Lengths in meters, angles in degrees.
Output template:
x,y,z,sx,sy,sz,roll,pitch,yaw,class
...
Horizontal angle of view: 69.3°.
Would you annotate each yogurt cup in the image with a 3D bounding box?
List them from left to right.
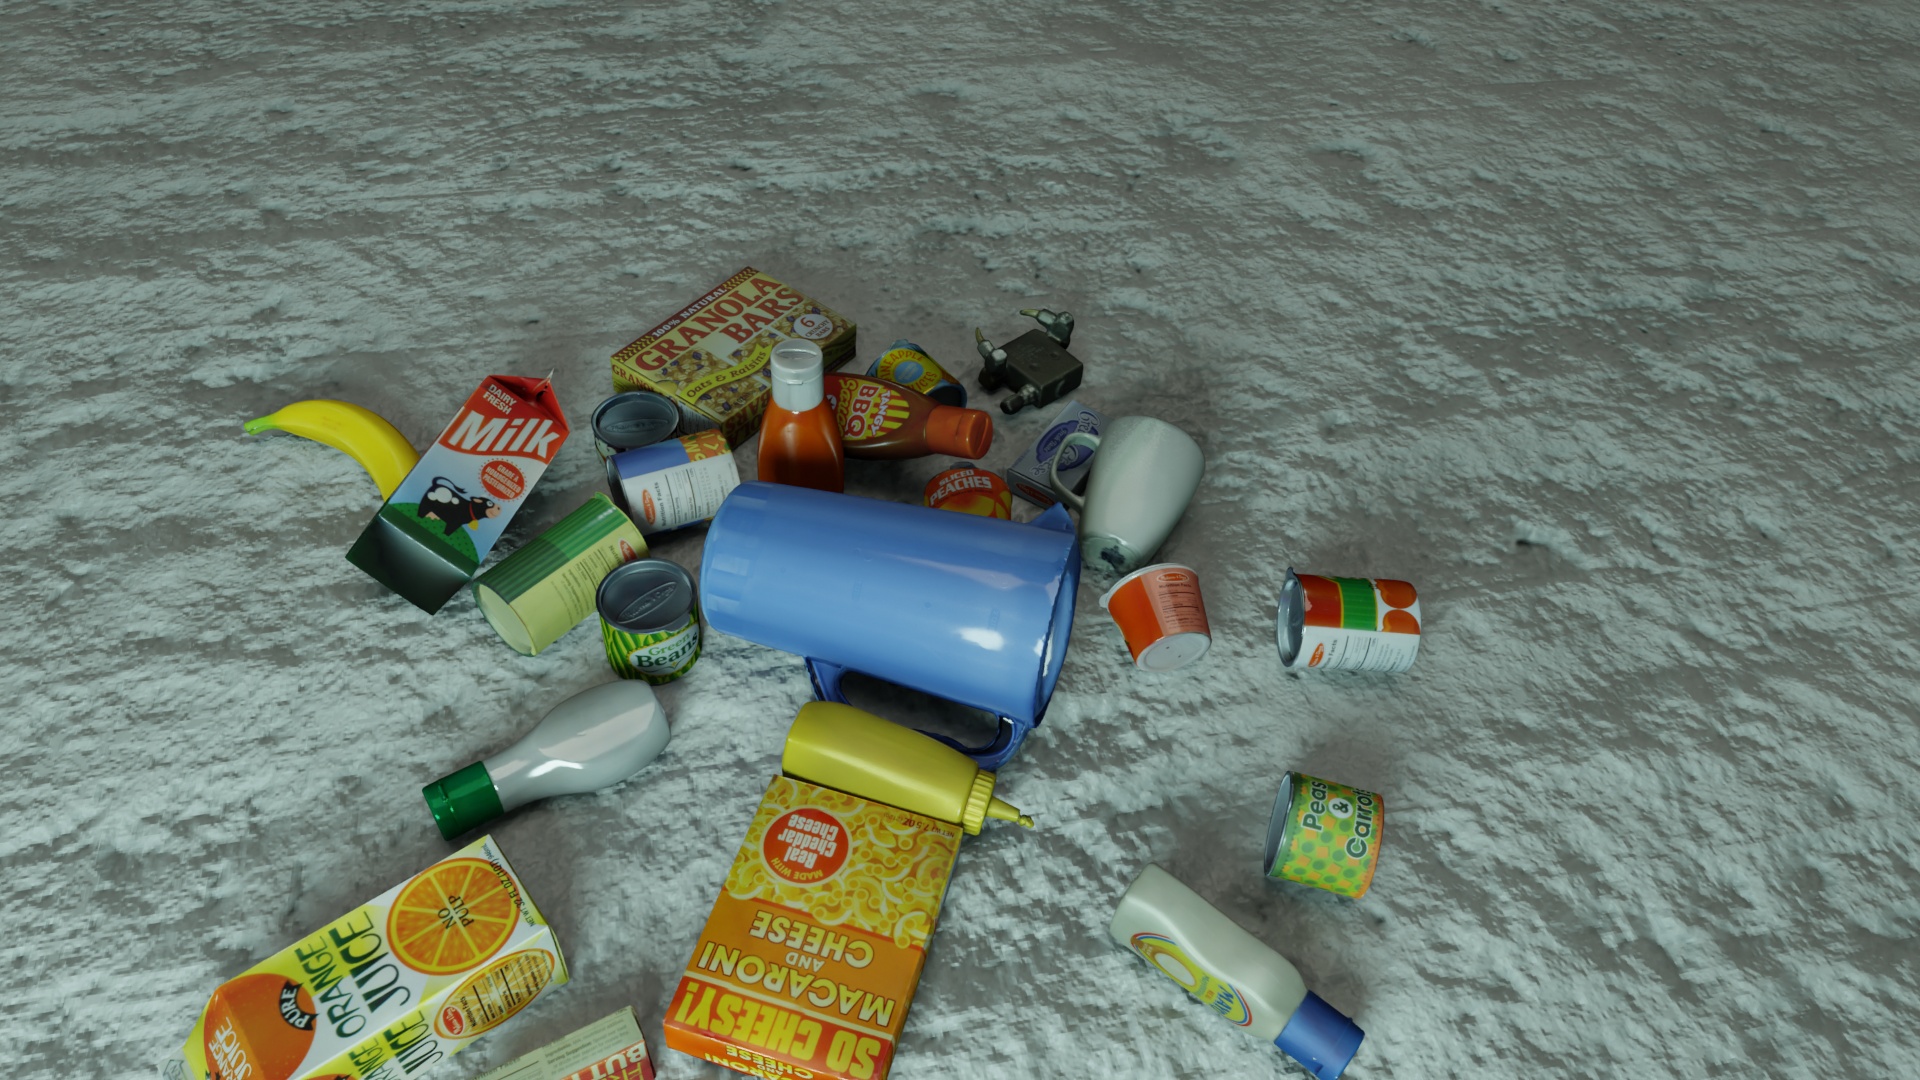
x,y,z,sx,sy,sz,roll,pitch,yaw,class
0.140,0.056,0.966,0.072,0.072,0.054,-8,57,-12,yogurt cup

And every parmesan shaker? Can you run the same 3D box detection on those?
x,y,z,sx,sy,sz,roll,pitch,yaw,class
-0.275,0.022,0.954,0.071,0.071,0.103,33,53,23,parmesan shaker

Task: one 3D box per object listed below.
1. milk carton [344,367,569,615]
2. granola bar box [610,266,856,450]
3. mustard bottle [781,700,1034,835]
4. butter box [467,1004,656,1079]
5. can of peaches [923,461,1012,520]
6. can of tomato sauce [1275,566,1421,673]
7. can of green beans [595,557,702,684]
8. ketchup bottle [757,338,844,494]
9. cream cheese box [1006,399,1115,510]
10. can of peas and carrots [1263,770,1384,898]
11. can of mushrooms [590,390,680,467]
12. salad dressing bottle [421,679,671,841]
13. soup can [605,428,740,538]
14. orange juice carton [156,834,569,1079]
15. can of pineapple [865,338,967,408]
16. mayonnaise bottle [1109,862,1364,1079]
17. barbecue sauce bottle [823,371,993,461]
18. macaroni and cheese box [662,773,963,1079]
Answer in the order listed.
x,y,z,sx,sy,sz,roll,pitch,yaw,class
-0.347,-0.048,0.995,0.073,0.072,0.191,38,44,-19,milk carton
-0.185,-0.153,1.147,0.124,0.038,0.166,30,51,22,granola bar box
-0.030,0.150,0.865,0.160,0.065,0.049,18,46,5,mustard bottle
-0.213,0.286,0.726,0.104,0.052,0.024,-20,49,-23,butter box
0.004,-0.013,1.011,0.071,0.070,0.058,5,48,-1,can of peaches
0.271,0.056,0.973,0.083,0.070,0.071,4,47,-3,can of tomato sauce
-0.209,0.055,0.938,0.071,0.057,0.071,3,47,-3,can of green beans
-0.117,-0.079,1.009,0.065,0.148,0.044,3,48,-2,ketchup bottle
0.085,-0.067,1.101,0.053,0.024,0.104,28,51,19,cream cheese box
0.223,0.179,0.852,0.059,0.070,0.071,14,47,7,can of peas and carrots
-0.251,-0.081,1.078,0.071,0.033,0.071,3,47,-3,can of mushrooms
-0.257,0.137,0.868,0.148,0.043,0.064,-24,55,-24,salad dressing bottle
-0.212,-0.042,1.024,0.084,0.071,0.071,-17,51,-21,soup can
-0.316,0.248,0.738,0.193,0.072,0.072,-29,56,-27,orange juice carton
-0.037,-0.115,1.104,0.071,0.070,0.058,-29,56,-28,can of pineapple
0.156,0.247,0.790,0.148,0.064,0.041,34,56,20,mayonnaise bottle
-0.047,-0.088,1.042,0.148,0.043,0.065,11,76,30,barbecue sauce bottle
-0.080,0.227,0.801,0.124,0.040,0.167,14,47,8,macaroni and cheese box
